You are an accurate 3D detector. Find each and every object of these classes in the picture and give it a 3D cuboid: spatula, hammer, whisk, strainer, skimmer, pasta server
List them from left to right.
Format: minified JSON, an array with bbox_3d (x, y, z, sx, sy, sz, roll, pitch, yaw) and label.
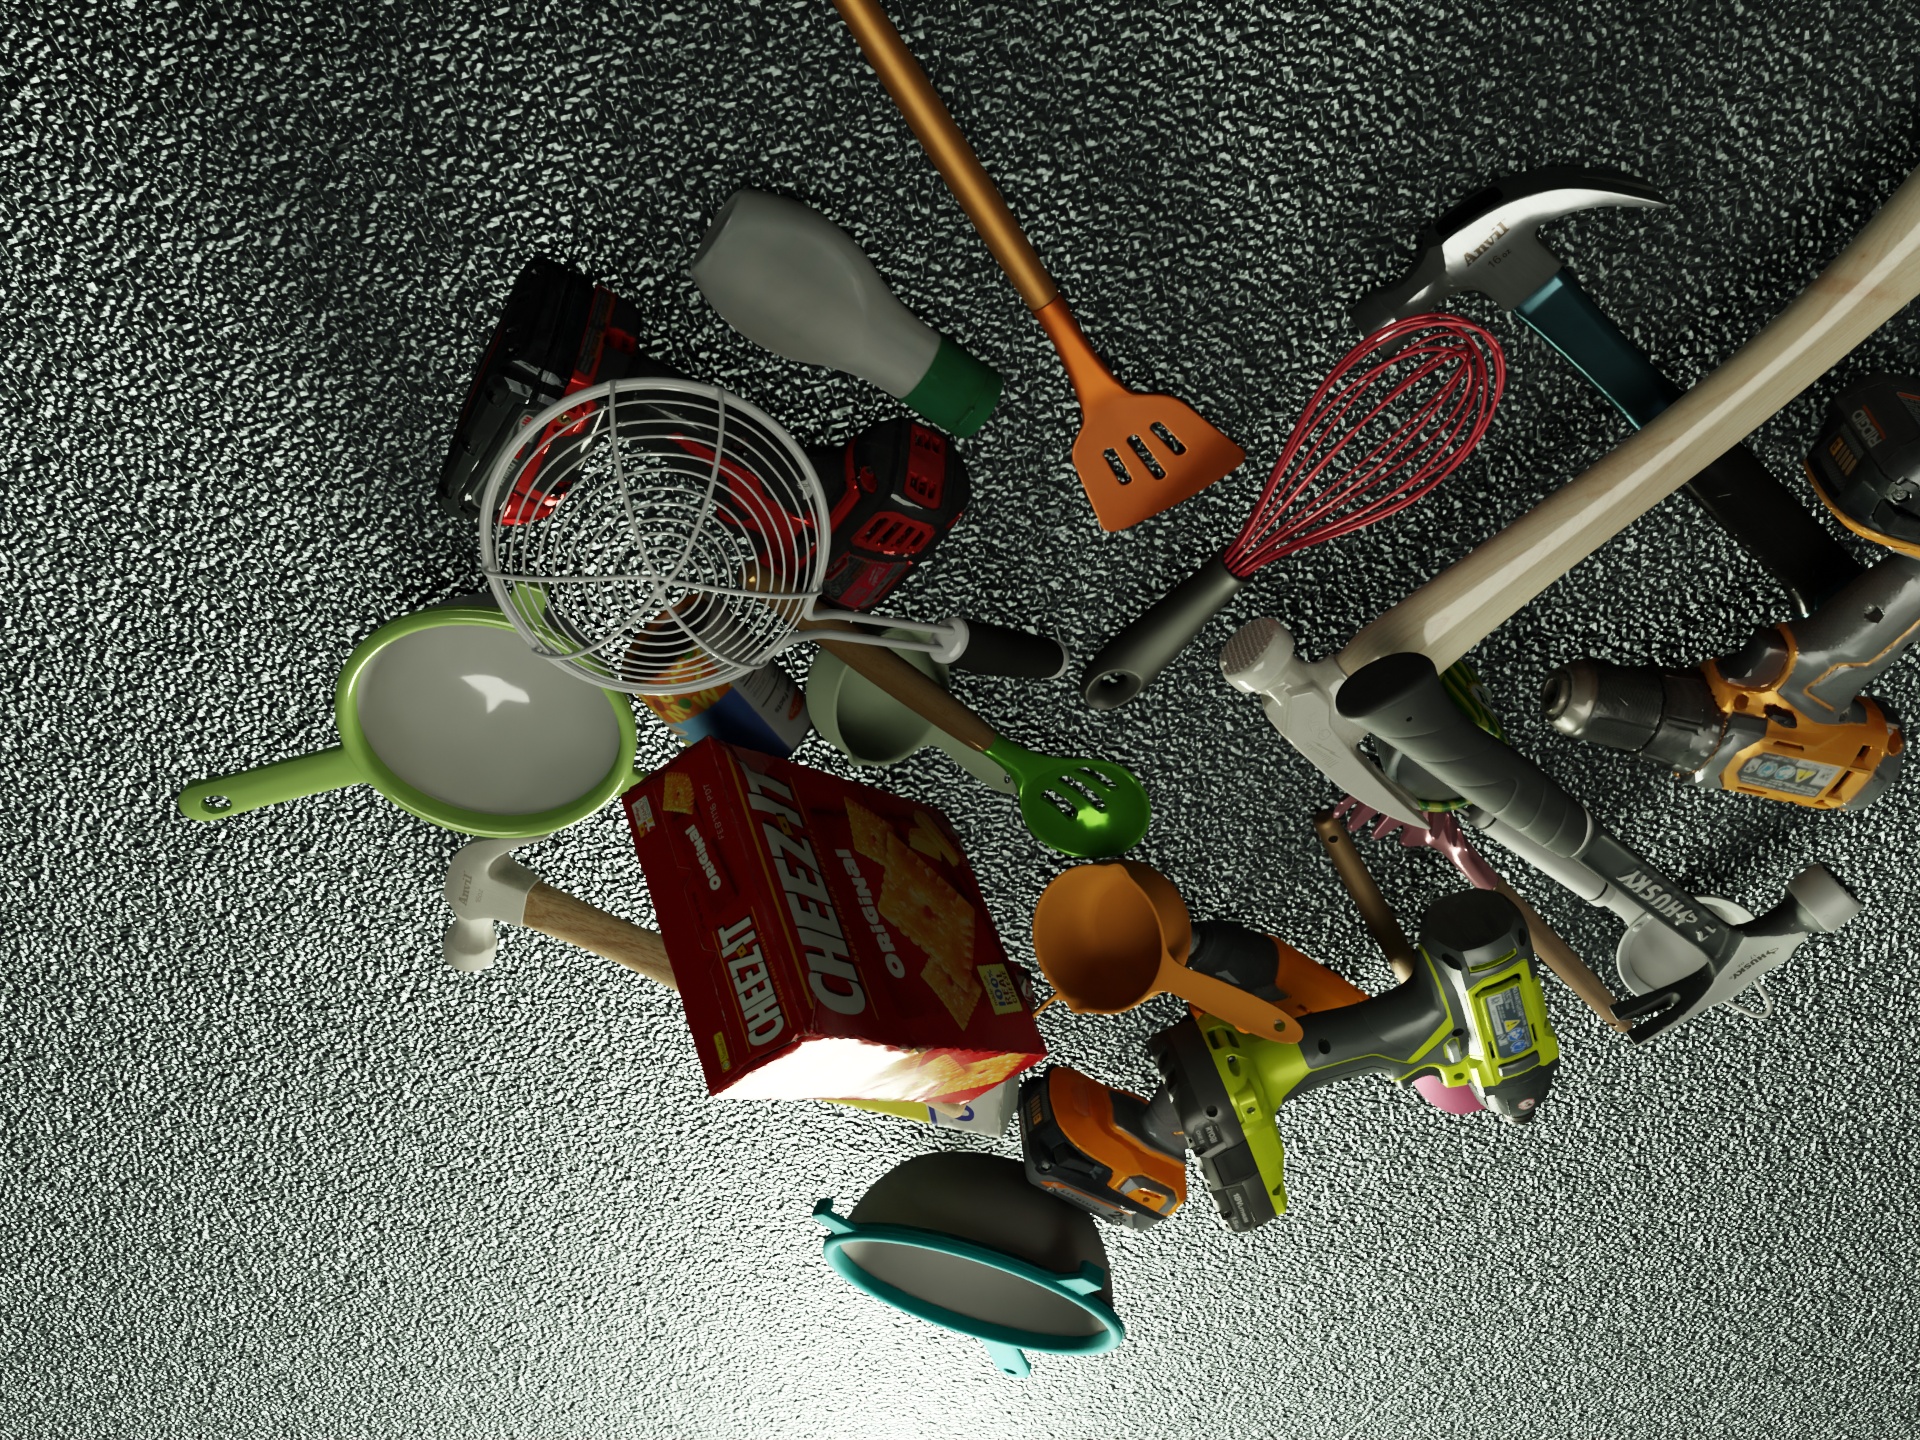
[{"bbox_3d":[-0.291,-0.001,0.841,0.256,0.069,0.151,-14,129,11],"label":"strainer"},{"bbox_3d":[-0.146,0.148,0.922,0.331,0.031,0.130,22,124,5],"label":"hammer"},{"bbox_3d":[-0.052,-0.060,0.707,0.127,0.090,0.363,-51,158,16],"label":"skimmer"},{"bbox_3d":[0.028,0.391,1.147,0.211,0.095,0.340,8,147,16],"label":"strainer"},{"bbox_3d":[0.024,-0.212,0.715,0.081,0.041,0.322,-27,120,19],"label":"spatula"},{"bbox_3d":[0.147,-0.087,0.774,0.073,0.073,0.295,25,136,-20],"label":"whisk"},{"bbox_3d":[0.332,0.119,0.971,0.316,0.040,0.060,41,158,-30],"label":"pasta server"},{"bbox_3d":[0.326,0.067,0.835,0.408,0.036,0.149,29,116,-35],"label":"hammer"},{"bbox_3d":[0.392,0.104,0.960,0.258,0.050,0.087,31,118,-17],"label":"strainer"},{"bbox_3d":[0.321,-0.110,0.738,0.146,0.038,0.410,39,113,-22],"label":"hammer"},{"bbox_3d":[0.345,-0.141,0.772,0.330,0.033,0.128,33,121,-25],"label":"hammer"}]

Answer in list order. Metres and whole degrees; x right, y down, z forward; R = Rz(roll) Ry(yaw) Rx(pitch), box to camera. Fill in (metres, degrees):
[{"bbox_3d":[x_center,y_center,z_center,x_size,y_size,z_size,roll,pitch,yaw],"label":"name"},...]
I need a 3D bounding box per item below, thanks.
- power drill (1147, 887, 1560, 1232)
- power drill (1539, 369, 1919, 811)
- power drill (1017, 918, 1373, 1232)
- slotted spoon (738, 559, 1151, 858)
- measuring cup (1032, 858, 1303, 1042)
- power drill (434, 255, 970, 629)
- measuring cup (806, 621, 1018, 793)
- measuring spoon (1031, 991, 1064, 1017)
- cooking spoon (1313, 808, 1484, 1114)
[{"bbox_3d":[0.238,0.209,0.939,0.223,0.080,0.171,-23,122,3],"label":"power drill"},{"bbox_3d":[0.410,-0.053,0.775,0.185,0.084,0.226,11,133,-7],"label":"power drill"},{"bbox_3d":[0.137,0.220,1.020,0.164,0.084,0.226,33,116,-24],"label":"power drill"},{"bbox_3d":[-0.001,-0.003,0.833,0.070,0.031,0.313,-35,135,21],"label":"slotted spoon"},{"bbox_3d":[0.126,0.139,0.919,0.174,0.052,0.095,23,106,29],"label":"measuring cup"},{"bbox_3d":[-0.120,-0.112,0.747,0.219,0.079,0.143,20,145,-23],"label":"power drill"},{"bbox_3d":[-0.021,0.000,0.868,0.167,0.038,0.083,36,83,-47],"label":"measuring cup"},{"bbox_3d":[0.034,0.206,1.019,0.117,0.021,0.011,-44,86,5],"label":"measuring spoon"},{"bbox_3d":[0.288,0.163,1.016,0.069,0.017,0.318,-25,125,16],"label":"cooking spoon"}]
